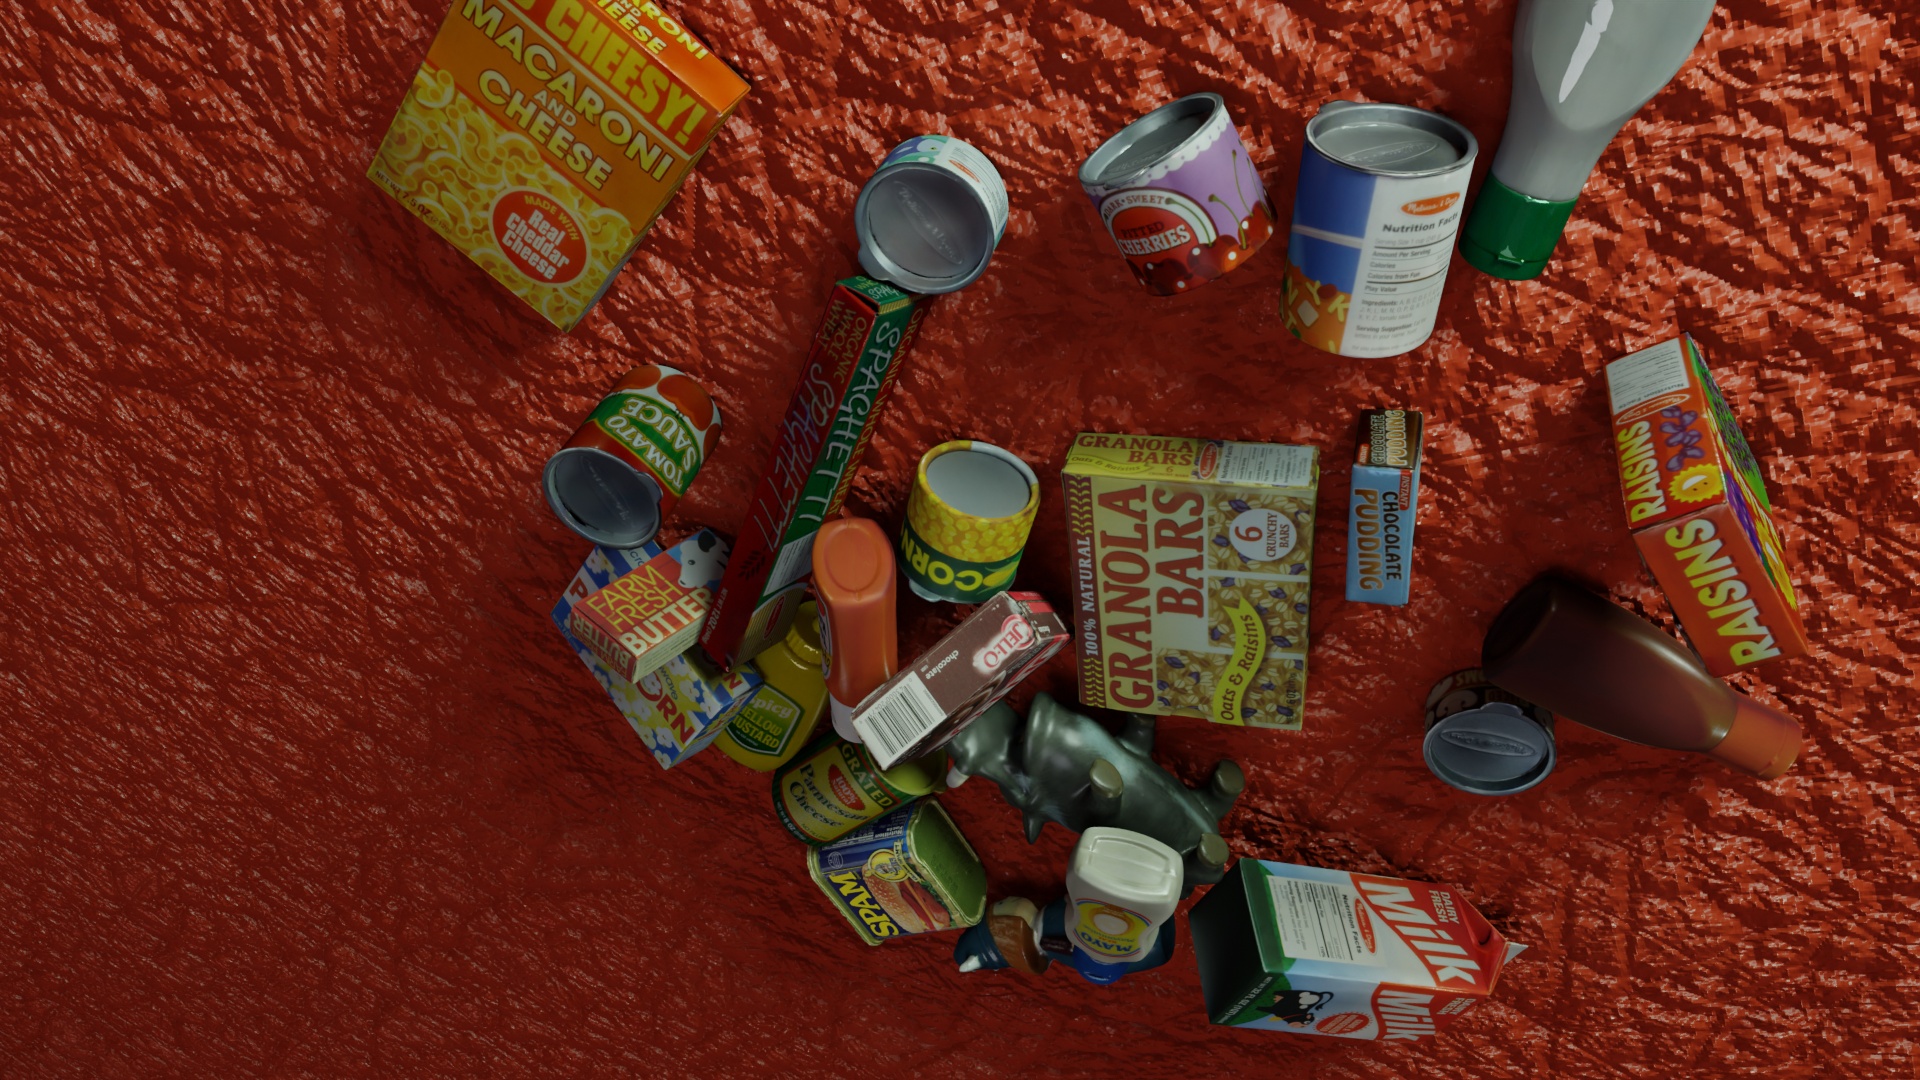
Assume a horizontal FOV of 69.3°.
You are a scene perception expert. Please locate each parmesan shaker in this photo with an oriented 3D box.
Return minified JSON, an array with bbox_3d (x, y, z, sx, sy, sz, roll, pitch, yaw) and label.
[{"bbox_3d":[-0.064,0.150,0.881,0.071,0.072,0.102,41,130,-16],"label":"parmesan shaker"}]

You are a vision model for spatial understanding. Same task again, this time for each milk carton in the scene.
[{"bbox_3d":[0.241,0.249,0.832,0.191,0.074,0.072,11,135,-16],"label":"milk carton"}]

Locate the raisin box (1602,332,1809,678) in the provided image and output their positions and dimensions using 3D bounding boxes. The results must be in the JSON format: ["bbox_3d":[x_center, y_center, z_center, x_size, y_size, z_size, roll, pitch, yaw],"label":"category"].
[{"bbox_3d":[0.305,-0.017,0.574,0.040,0.124,0.086,-23,118,33],"label":"raisin box"}]

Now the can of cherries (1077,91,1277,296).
[{"bbox_3d":[0.090,-0.143,0.582,0.071,0.072,0.058,-17,121,31],"label":"can of cherries"}]

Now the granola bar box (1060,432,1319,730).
[{"bbox_3d":[0.122,0.024,0.731,0.124,0.039,0.164,5,129,16],"label":"granola bar box"}]

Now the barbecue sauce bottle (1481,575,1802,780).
[{"bbox_3d":[0.341,0.074,0.691,0.148,0.044,0.064,25,132,-2],"label":"barbecue sauce bottle"}]

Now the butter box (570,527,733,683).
[{"bbox_3d":[-0.165,0.035,0.791,0.053,0.104,0.024,36,135,19],"label":"butter box"}]

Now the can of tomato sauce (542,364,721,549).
[{"bbox_3d":[-0.173,-0.047,0.747,0.071,0.083,0.070,10,131,12],"label":"can of tomato sauce"}]

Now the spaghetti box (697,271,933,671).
[{"bbox_3d":[-0.079,-0.032,0.726,0.029,0.050,0.248,39,126,16],"label":"spaghetti box"}]

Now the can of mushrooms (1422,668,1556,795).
[{"bbox_3d":[0.282,0.101,0.741,0.071,0.034,0.070,10,131,12],"label":"can of mushrooms"}]

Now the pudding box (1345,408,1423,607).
[{"bbox_3d":[0.202,-0.015,0.662,0.030,0.050,0.083,5,130,18],"label":"pudding box"}]

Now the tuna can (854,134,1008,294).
[{"bbox_3d":[-0.014,-0.149,0.640,0.071,0.033,0.070,10,131,12],"label":"tuna can"}]

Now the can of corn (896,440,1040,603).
[{"bbox_3d":[0.003,-0.009,0.724,0.071,0.071,0.058,19,131,4],"label":"can of corn"}]

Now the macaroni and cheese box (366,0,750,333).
[{"bbox_3d":[-0.194,-0.195,0.661,0.123,0.040,0.165,39,131,-14],"label":"macaroni and cheese box"}]

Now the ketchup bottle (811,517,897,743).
[{"bbox_3d":[-0.056,0.057,0.772,0.043,0.065,0.148,-6,139,-6],"label":"ketchup bottle"}]

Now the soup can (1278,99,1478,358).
[{"bbox_3d":[0.168,-0.129,0.572,0.071,0.072,0.083,10,132,12],"label":"soup can"}]

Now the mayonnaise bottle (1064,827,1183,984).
[{"bbox_3d":[0.091,0.220,0.822,0.065,0.041,0.147,15,144,9],"label":"mayonnaise bottle"}]

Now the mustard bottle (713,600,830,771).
[{"bbox_3d":[-0.104,0.080,0.851,0.065,0.049,0.159,32,131,-3],"label":"mustard bottle"}]

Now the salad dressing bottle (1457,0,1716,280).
[{"bbox_3d":[0.233,-0.170,0.528,0.064,0.044,0.146,15,133,5],"label":"salad dressing bottle"}]

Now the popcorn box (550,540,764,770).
[{"bbox_3d":[-0.187,0.065,0.844,0.127,0.038,0.084,51,130,8],"label":"popcorn box"}]
